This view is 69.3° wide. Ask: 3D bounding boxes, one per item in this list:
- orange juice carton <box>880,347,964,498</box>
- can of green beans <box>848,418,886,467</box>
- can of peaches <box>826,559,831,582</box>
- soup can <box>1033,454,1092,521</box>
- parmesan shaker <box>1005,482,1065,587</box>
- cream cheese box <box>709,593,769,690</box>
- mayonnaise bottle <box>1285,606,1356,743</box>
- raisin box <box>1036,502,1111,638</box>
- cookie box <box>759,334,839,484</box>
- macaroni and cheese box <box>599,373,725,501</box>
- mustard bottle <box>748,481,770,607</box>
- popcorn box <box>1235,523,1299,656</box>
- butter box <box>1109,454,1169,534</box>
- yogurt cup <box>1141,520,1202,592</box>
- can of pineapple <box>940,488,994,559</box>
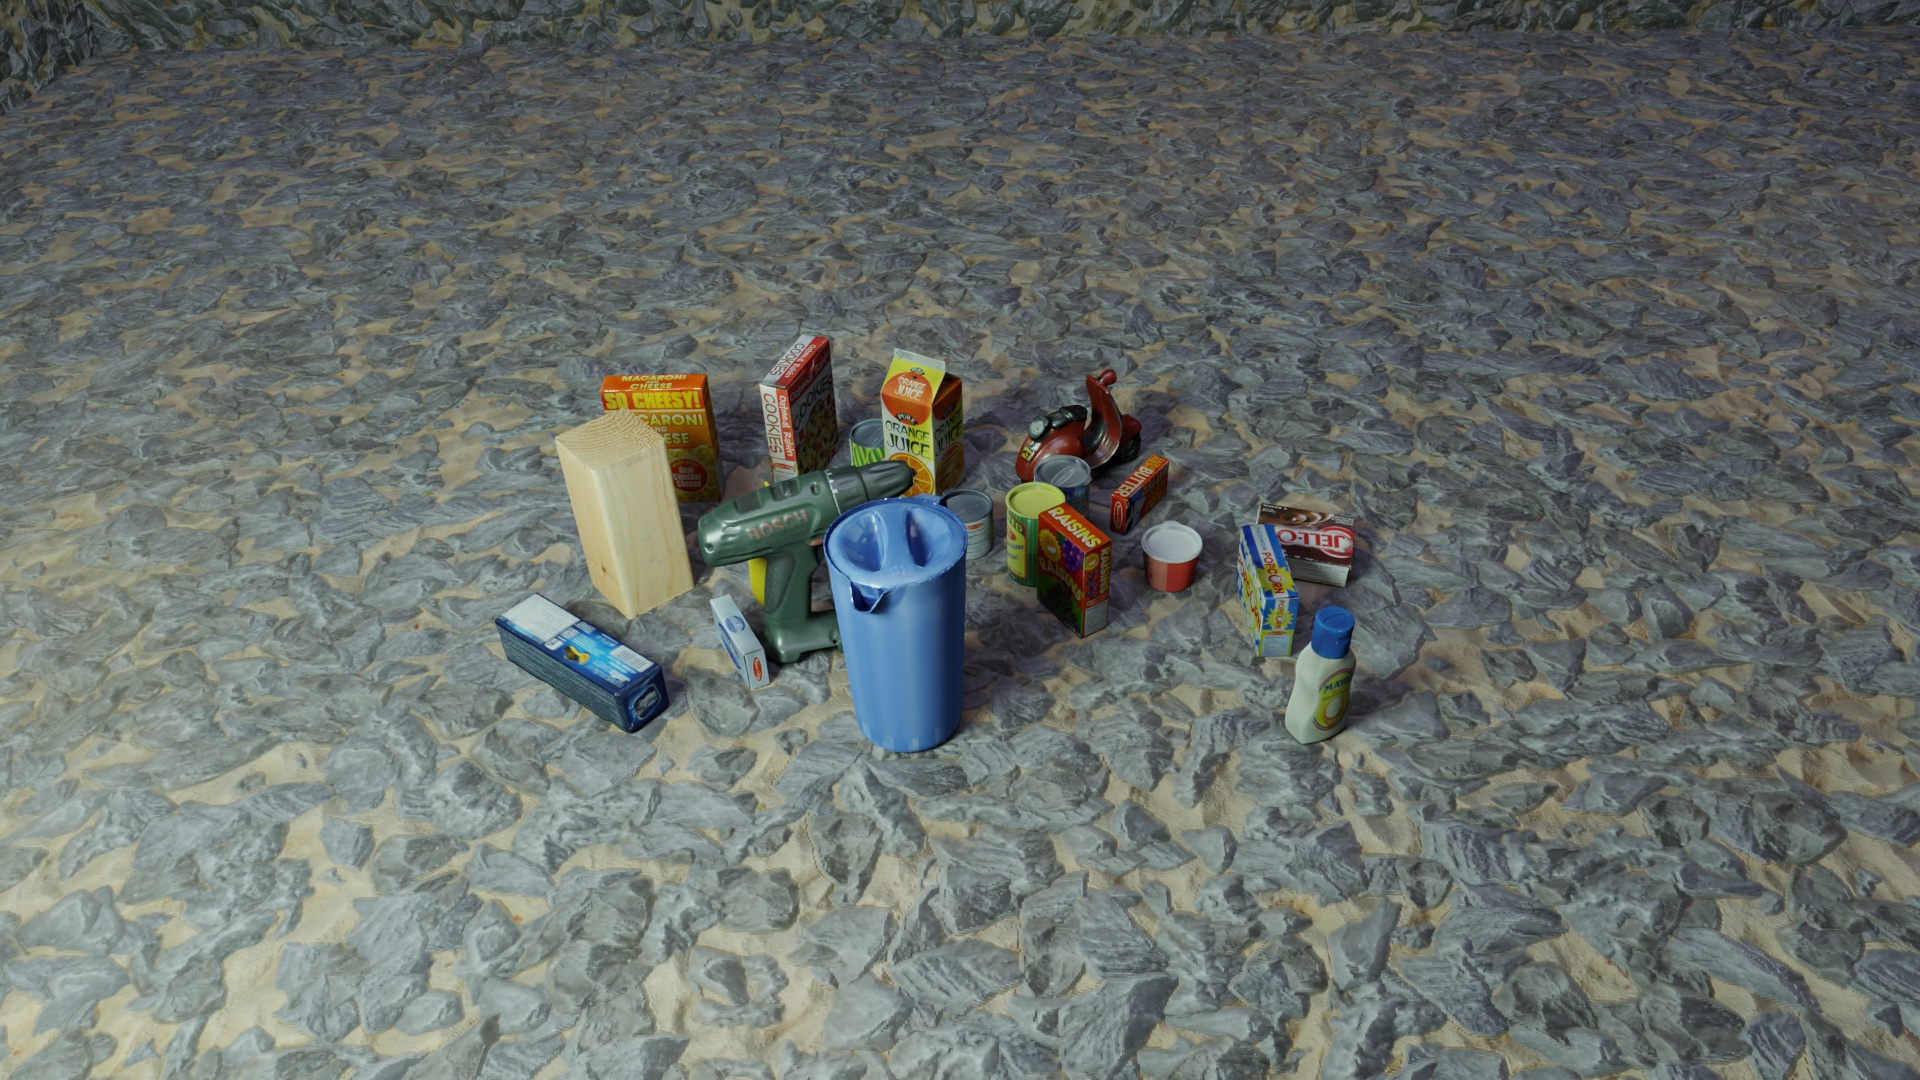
[{"bbox_3d":[-0.045,-0.142,1.676,0.072,0.191,0.073,19,43,24],"label":"orange juice carton"},{"bbox_3d":[-0.106,-0.112,1.748,0.071,0.057,0.071,-1,38,1],"label":"can of green beans"},{"bbox_3d":[-0.121,0.015,1.589,0.071,0.057,0.071,-1,38,1],"label":"can of peaches"},{"bbox_3d":[0.121,-0.048,1.637,0.071,0.083,0.072,-1,38,1],"label":"soup can"},{"bbox_3d":[0.086,-0.004,1.568,0.071,0.102,0.072,-1,38,1],"label":"parmesan shaker"},{"bbox_3d":[-0.236,0.108,1.481,0.024,0.053,0.104,-20,42,-21],"label":"cream cheese box"},{"bbox_3d":[0.355,0.131,1.352,0.065,0.147,0.041,-18,41,-19],"label":"mayonnaise bottle"},{"bbox_3d":[0.123,0.032,1.505,0.040,0.122,0.086,-23,43,-24],"label":"raisin box"},{"bbox_3d":[-0.195,-0.152,1.715,0.040,0.166,0.123,11,40,16],"label":"cookie box"},{"bbox_3d":[-0.360,-0.124,1.687,0.124,0.165,0.040,-1,38,1],"label":"macaroni and cheese box"},{"bbox_3d":[-0.203,0.004,1.525,0.049,0.159,0.066,20,43,25],"label":"mustard bottle"},{"bbox_3d":[0.330,0.053,1.501,0.038,0.084,0.127,-3,38,-1],"label":"popcorn box"},{"bbox_3d":[0.215,-0.056,1.668,0.024,0.052,0.104,23,45,28],"label":"butter box"},{"bbox_3d":[0.237,0.021,1.569,0.072,0.053,0.073,-1,38,1],"label":"yogurt cup"},{"bbox_3d":[0.006,-0.020,1.628,0.071,0.057,0.071,-1,38,1],"label":"can of pineapple"}]
